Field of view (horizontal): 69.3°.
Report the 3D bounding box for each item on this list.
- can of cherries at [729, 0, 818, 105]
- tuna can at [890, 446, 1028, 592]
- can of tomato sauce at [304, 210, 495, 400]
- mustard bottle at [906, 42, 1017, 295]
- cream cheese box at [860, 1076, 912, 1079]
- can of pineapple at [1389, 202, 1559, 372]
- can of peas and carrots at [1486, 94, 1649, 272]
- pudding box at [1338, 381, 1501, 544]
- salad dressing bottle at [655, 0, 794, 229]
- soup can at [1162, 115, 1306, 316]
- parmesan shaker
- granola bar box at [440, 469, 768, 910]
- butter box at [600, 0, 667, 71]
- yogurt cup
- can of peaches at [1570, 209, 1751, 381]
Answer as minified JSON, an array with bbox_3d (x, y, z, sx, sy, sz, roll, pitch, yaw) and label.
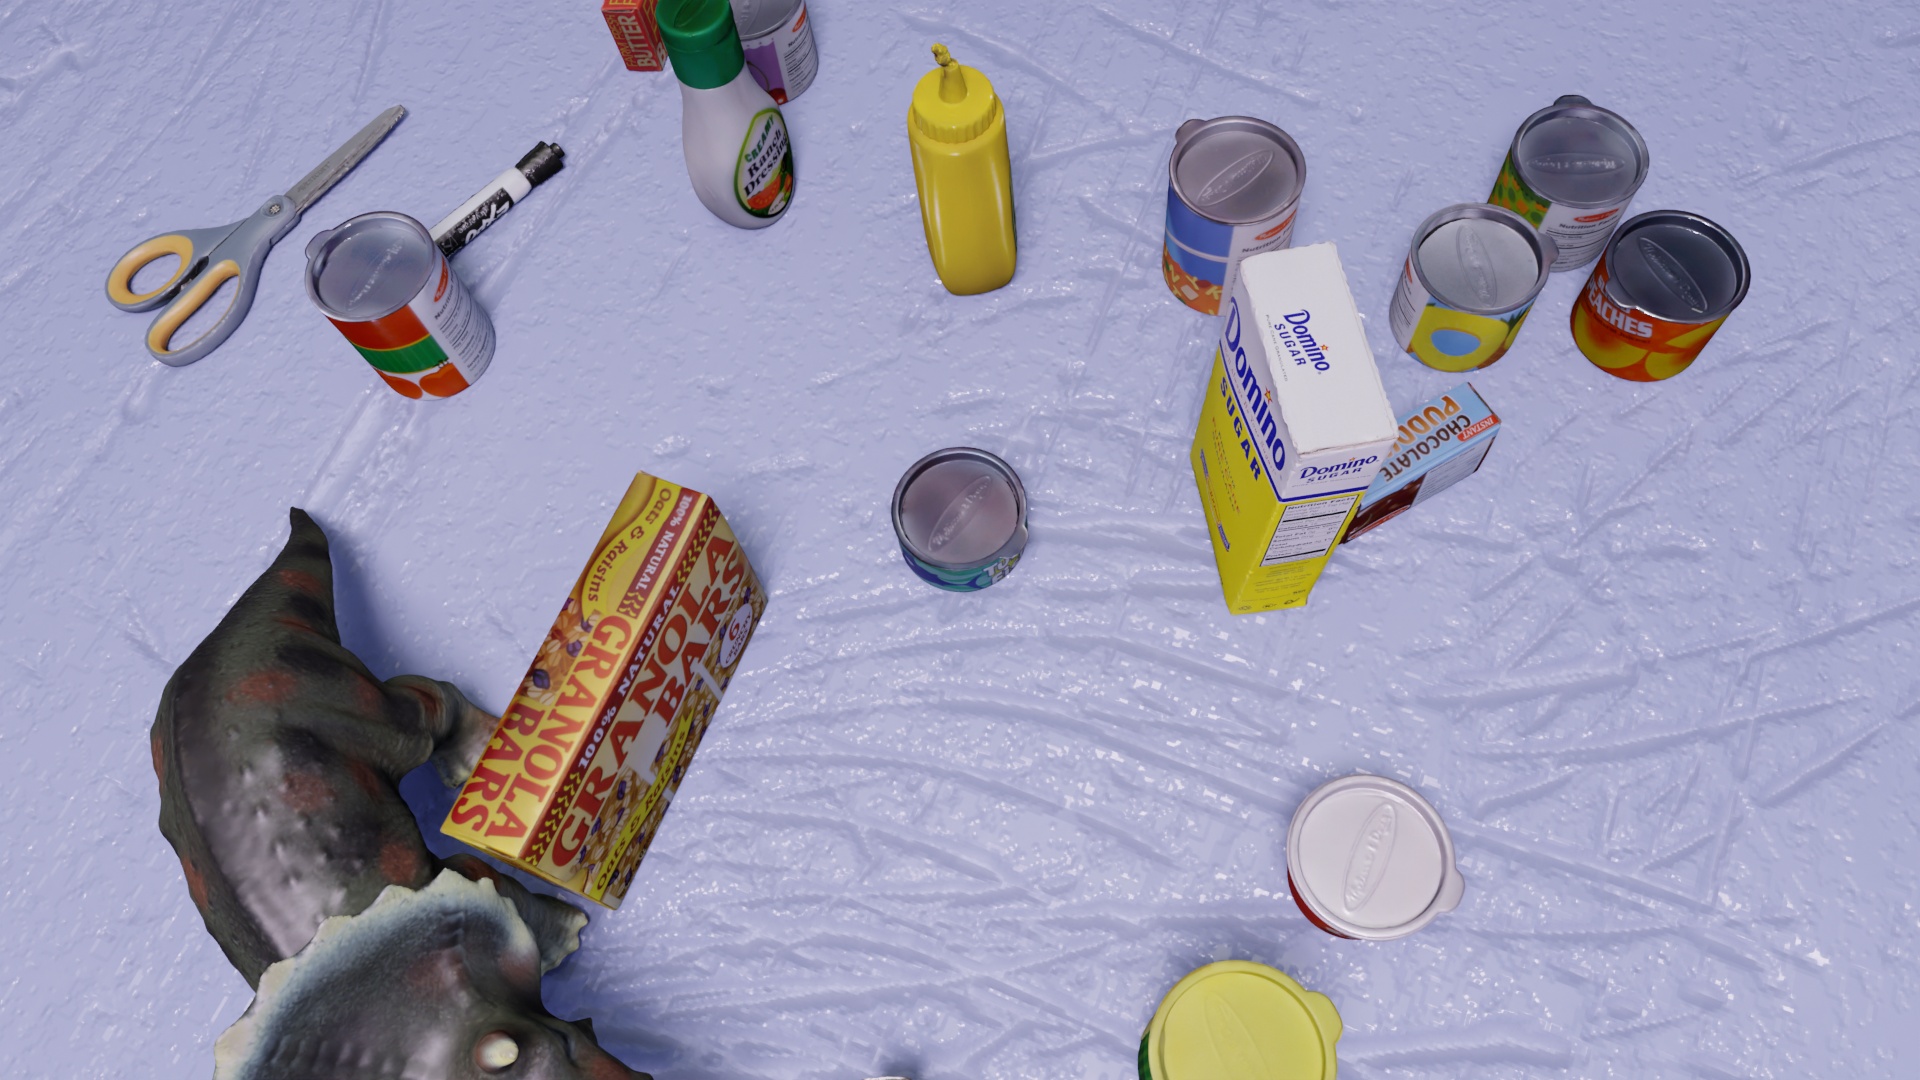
[{"bbox_3d":[-0.122,-0.296,0.808,0.071,0.058,0.072,-2,66,4],"label":"can of cherries"},{"bbox_3d":[0.002,-0.009,0.682,0.071,0.032,0.071,-2,66,4],"label":"tuna can"},{"bbox_3d":[-0.294,-0.121,0.730,0.071,0.082,0.071,-2,66,4],"label":"can of tomato sauce"},{"bbox_3d":[0.001,-0.187,0.693,0.049,0.159,0.065,-11,66,0],"label":"mustard bottle"},{"bbox_3d":[-0.025,0.269,0.549,0.024,0.053,0.104,-4,66,3],"label":"cream cheese box"},{"bbox_3d":[0.257,-0.126,0.701,0.071,0.057,0.071,-2,66,4],"label":"can of pineapple"},{"bbox_3d":[0.312,-0.184,0.722,0.071,0.058,0.071,-2,66,4],"label":"can of peas and carrots"},{"bbox_3d":[0.213,-0.036,0.669,0.084,0.049,0.030,-28,67,-8],"label":"pudding box"},{"bbox_3d":[-0.123,-0.224,0.727,0.044,0.147,0.064,25,71,15],"label":"salad dressing bottle"},{"bbox_3d":[0.137,-0.167,0.715,0.071,0.083,0.071,-2,66,4],"label":"soup can"},{"bbox_3d":[0.107,0.203,0.540,0.071,0.102,0.071,-2,66,4],"label":"parmesan shaker"},{"bbox_3d":[-0.146,0.070,0.609,0.039,0.123,0.166,19,69,13],"label":"granola bar box"},{"bbox_3d":[-0.186,-0.339,0.835,0.024,0.053,0.104,6,67,7],"label":"butter box"},{"bbox_3d":[0.170,0.139,0.591,0.072,0.053,0.072,-2,66,4],"label":"yogurt cup"},{"bbox_3d":[0.344,-0.120,0.691,0.071,0.058,0.071,-2,66,4],"label":"can of peaches"}]
